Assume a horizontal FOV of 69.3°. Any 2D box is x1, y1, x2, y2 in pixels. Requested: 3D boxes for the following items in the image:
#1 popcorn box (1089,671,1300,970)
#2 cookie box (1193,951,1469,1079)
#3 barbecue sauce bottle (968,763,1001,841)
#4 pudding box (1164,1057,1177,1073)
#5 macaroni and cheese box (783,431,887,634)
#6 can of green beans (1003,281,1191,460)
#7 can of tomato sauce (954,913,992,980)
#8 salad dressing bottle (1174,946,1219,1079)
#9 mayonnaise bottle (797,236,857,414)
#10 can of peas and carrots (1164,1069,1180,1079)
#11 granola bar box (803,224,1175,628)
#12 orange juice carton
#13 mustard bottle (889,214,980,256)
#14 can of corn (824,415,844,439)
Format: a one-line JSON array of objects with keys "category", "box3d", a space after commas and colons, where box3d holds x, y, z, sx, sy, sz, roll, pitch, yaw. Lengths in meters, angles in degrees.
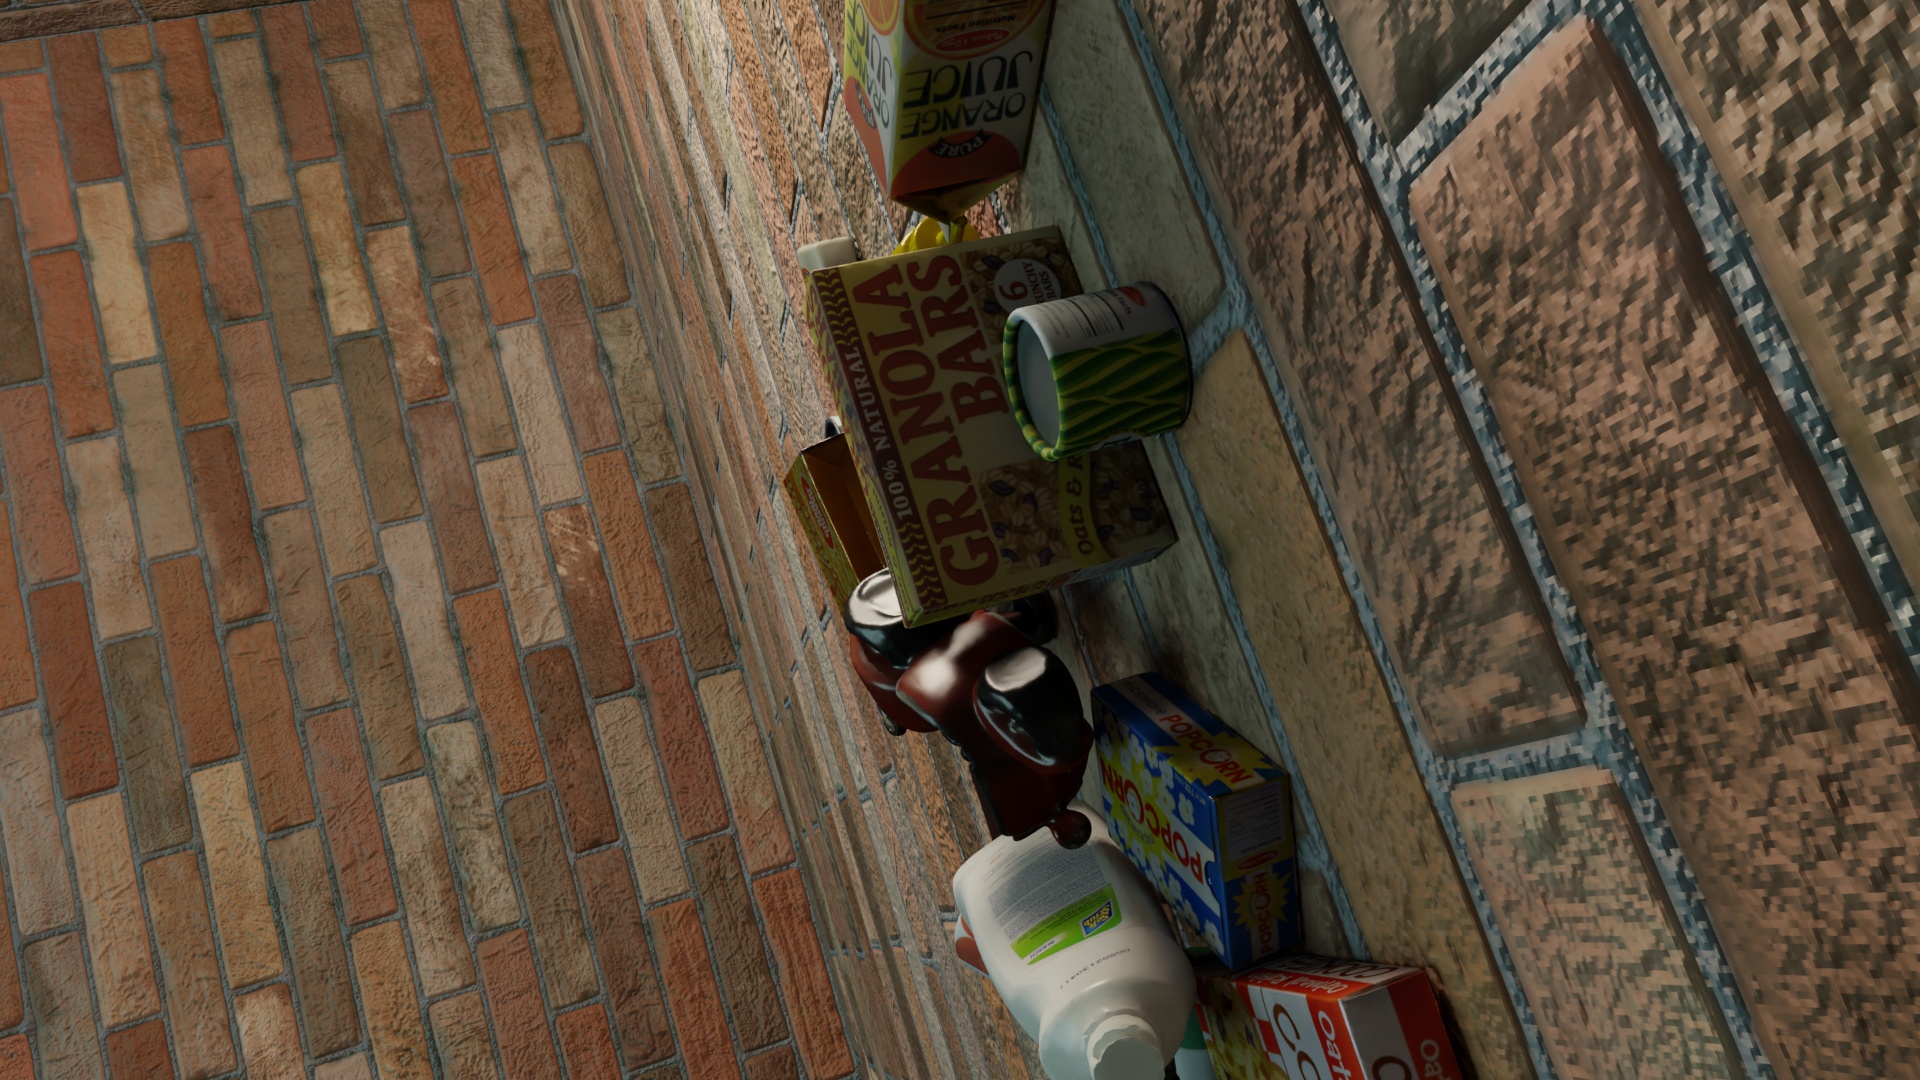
[{"category": "popcorn box", "box3d": [0.105, 0.123, 0.637, 0.127, 0.038, 0.085, -140, 39, -65]}, {"category": "cookie box", "box3d": [0.154, 0.234, 0.561, 0.167, 0.040, 0.123, 126, 127, -73]}, {"category": "barbecue sauce bottle", "box3d": [0.048, 0.212, 0.914, 0.064, 0.044, 0.148, 144, 110, -72]}, {"category": "pudding box", "box3d": [0.101, 0.321, 0.814, 0.083, 0.050, 0.030, 111, 143, -65]}, {"category": "macaroni and cheese box", "box3d": [-0.070, 0.000, 0.915, 0.123, 0.040, 0.166, 66, 169, -1]}, {"category": "can of green beans", "box3d": [0.056, -0.071, 0.587, 0.071, 0.058, 0.071, 166, 89, -75]}, {"category": "can of tomato sauce", "box3d": [0.049, 0.242, 0.840, 0.083, 0.071, 0.071, 18, 126, 39]}, {"category": "salad dressing bottle", "box3d": [0.129, 0.277, 0.686, 0.064, 0.044, 0.147, -174, 71, -76]}, {"category": "mayonnaise bottle", "box3d": [-0.088, -0.153, 1.055, 0.065, 0.041, 0.147, -164, 61, -70]}, {"category": "can of peas and carrots", "box3d": [0.096, 0.286, 0.624, 0.059, 0.071, 0.070, -143, 41, -73]}, {"category": "granola bar box", "box3d": [0.011, -0.055, 0.639, 0.039, 0.124, 0.166, 122, 131, -68]}, {"category": "orange juice carton", "box3d": [-0.009, -0.228, 0.643, 0.191, 0.073, 0.072, 100, 150, -58]}, {"category": "mustard bottle", "box3d": [-0.017, -0.141, 0.784, 0.049, 0.065, 0.159, 65, 157, 15]}, {"category": "can of corn", "box3d": [-0.061, -0.062, 1.014, 0.071, 0.058, 0.071, 166, 89, -75]}]
